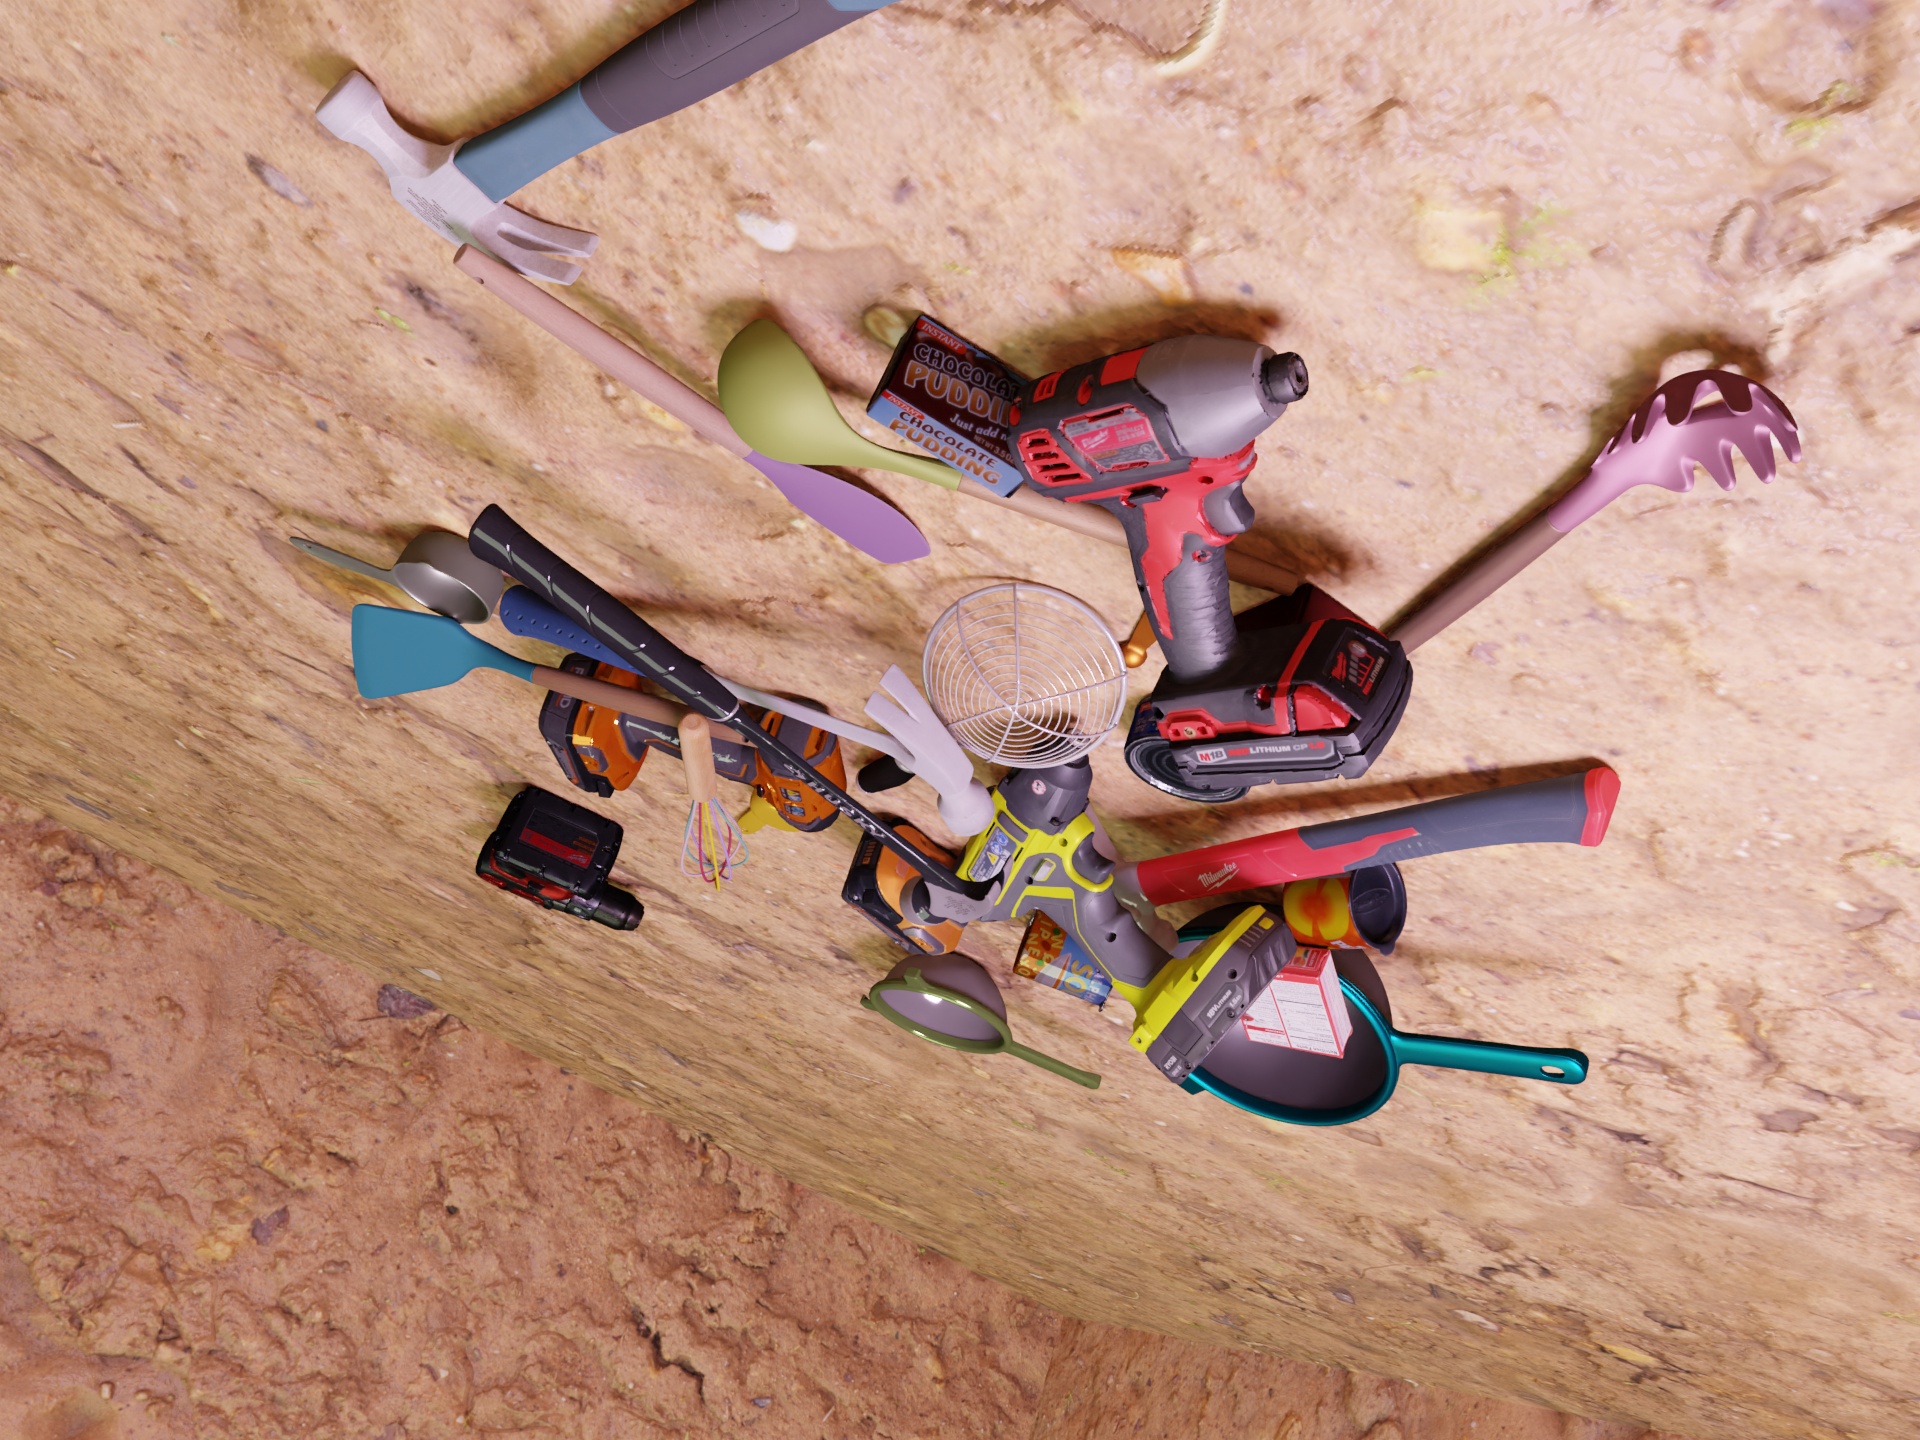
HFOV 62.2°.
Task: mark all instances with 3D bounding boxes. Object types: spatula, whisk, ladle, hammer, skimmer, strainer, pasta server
[{"bbox_3d":[-0.133,-0.162,0.860,0.060,0.018,0.315,-9,150,45],"label":"spatula"},{"bbox_3d":[-0.188,0.065,1.184,0.051,0.047,0.244,12,150,2],"label":"whisk"},{"bbox_3d":[0.028,-0.129,0.825,0.320,0.062,0.078,17,163,-7],"label":"ladle"},{"bbox_3d":[-0.144,-0.268,0.677,0.331,0.033,0.128,-5,144,42],"label":"hammer"},{"bbox_3d":[-0.002,-0.003,1.091,0.127,0.090,0.363,37,162,-9],"label":"skimmer"},{"bbox_3d":[-0.135,0.004,1.002,0.408,0.036,0.149,39,157,-16],"label":"hammer"},{"bbox_3d":[0.229,0.070,1.027,0.386,0.038,0.143,-18,105,45],"label":"hammer"},{"bbox_3d":[0.035,0.295,1.601,0.256,0.069,0.151,26,152,-11],"label":"strainer"},{"bbox_3d":[-0.165,-0.029,1.069,0.406,0.035,0.143,19,155,31],"label":"hammer"},{"bbox_3d":[-0.293,-0.021,1.167,0.317,0.044,0.082,15,122,10],"label":"spatula"},{"bbox_3d":[0.264,-0.076,0.742,0.060,0.040,0.316,14,157,-10],"label":"pasta server"},{"bbox_3d":[0.298,0.210,1.192,0.340,0.095,0.210,1,129,34],"label":"strainer"}]

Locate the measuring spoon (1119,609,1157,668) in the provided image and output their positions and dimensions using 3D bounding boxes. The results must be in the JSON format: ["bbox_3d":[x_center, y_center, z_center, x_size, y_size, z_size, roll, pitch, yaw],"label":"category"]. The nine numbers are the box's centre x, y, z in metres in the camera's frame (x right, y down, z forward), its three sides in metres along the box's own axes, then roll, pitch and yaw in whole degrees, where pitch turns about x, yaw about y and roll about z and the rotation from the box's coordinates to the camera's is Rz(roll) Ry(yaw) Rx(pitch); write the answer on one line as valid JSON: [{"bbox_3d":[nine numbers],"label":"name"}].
[{"bbox_3d":[0.114,-0.056,0.922,0.021,0.011,0.117,23,154,-4],"label":"measuring spoon"}]

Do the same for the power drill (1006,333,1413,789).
[{"bbox_3d":[0.126,-0.077,0.748,0.143,0.078,0.219,-7,123,40],"label":"power drill"}]

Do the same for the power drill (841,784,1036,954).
[{"bbox_3d":[0.010,0.119,1.270,0.226,0.084,0.185,-8,141,39],"label":"power drill"}]

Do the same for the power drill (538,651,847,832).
[{"bbox_3d":[-0.199,0.029,1.249,0.226,0.084,0.164,12,153,9],"label":"power drill"}]

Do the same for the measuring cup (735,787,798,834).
[{"bbox_3d":[-0.173,0.088,1.399,0.062,0.029,0.156,28,152,-15],"label":"measuring cup"}]

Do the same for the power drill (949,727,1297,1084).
[{"bbox_3d":[0.107,0.122,1.081,0.223,0.080,0.171,41,131,16],"label":"power drill"}]

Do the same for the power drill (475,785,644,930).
[{"bbox_3d":[-0.410,0.158,1.666,0.188,0.080,0.226,26,157,-10],"label":"power drill"}]

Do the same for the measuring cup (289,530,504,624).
[{"bbox_3d":[-0.412,-0.120,1.167,0.167,0.038,0.083,18,154,10],"label":"measuring cup"}]
